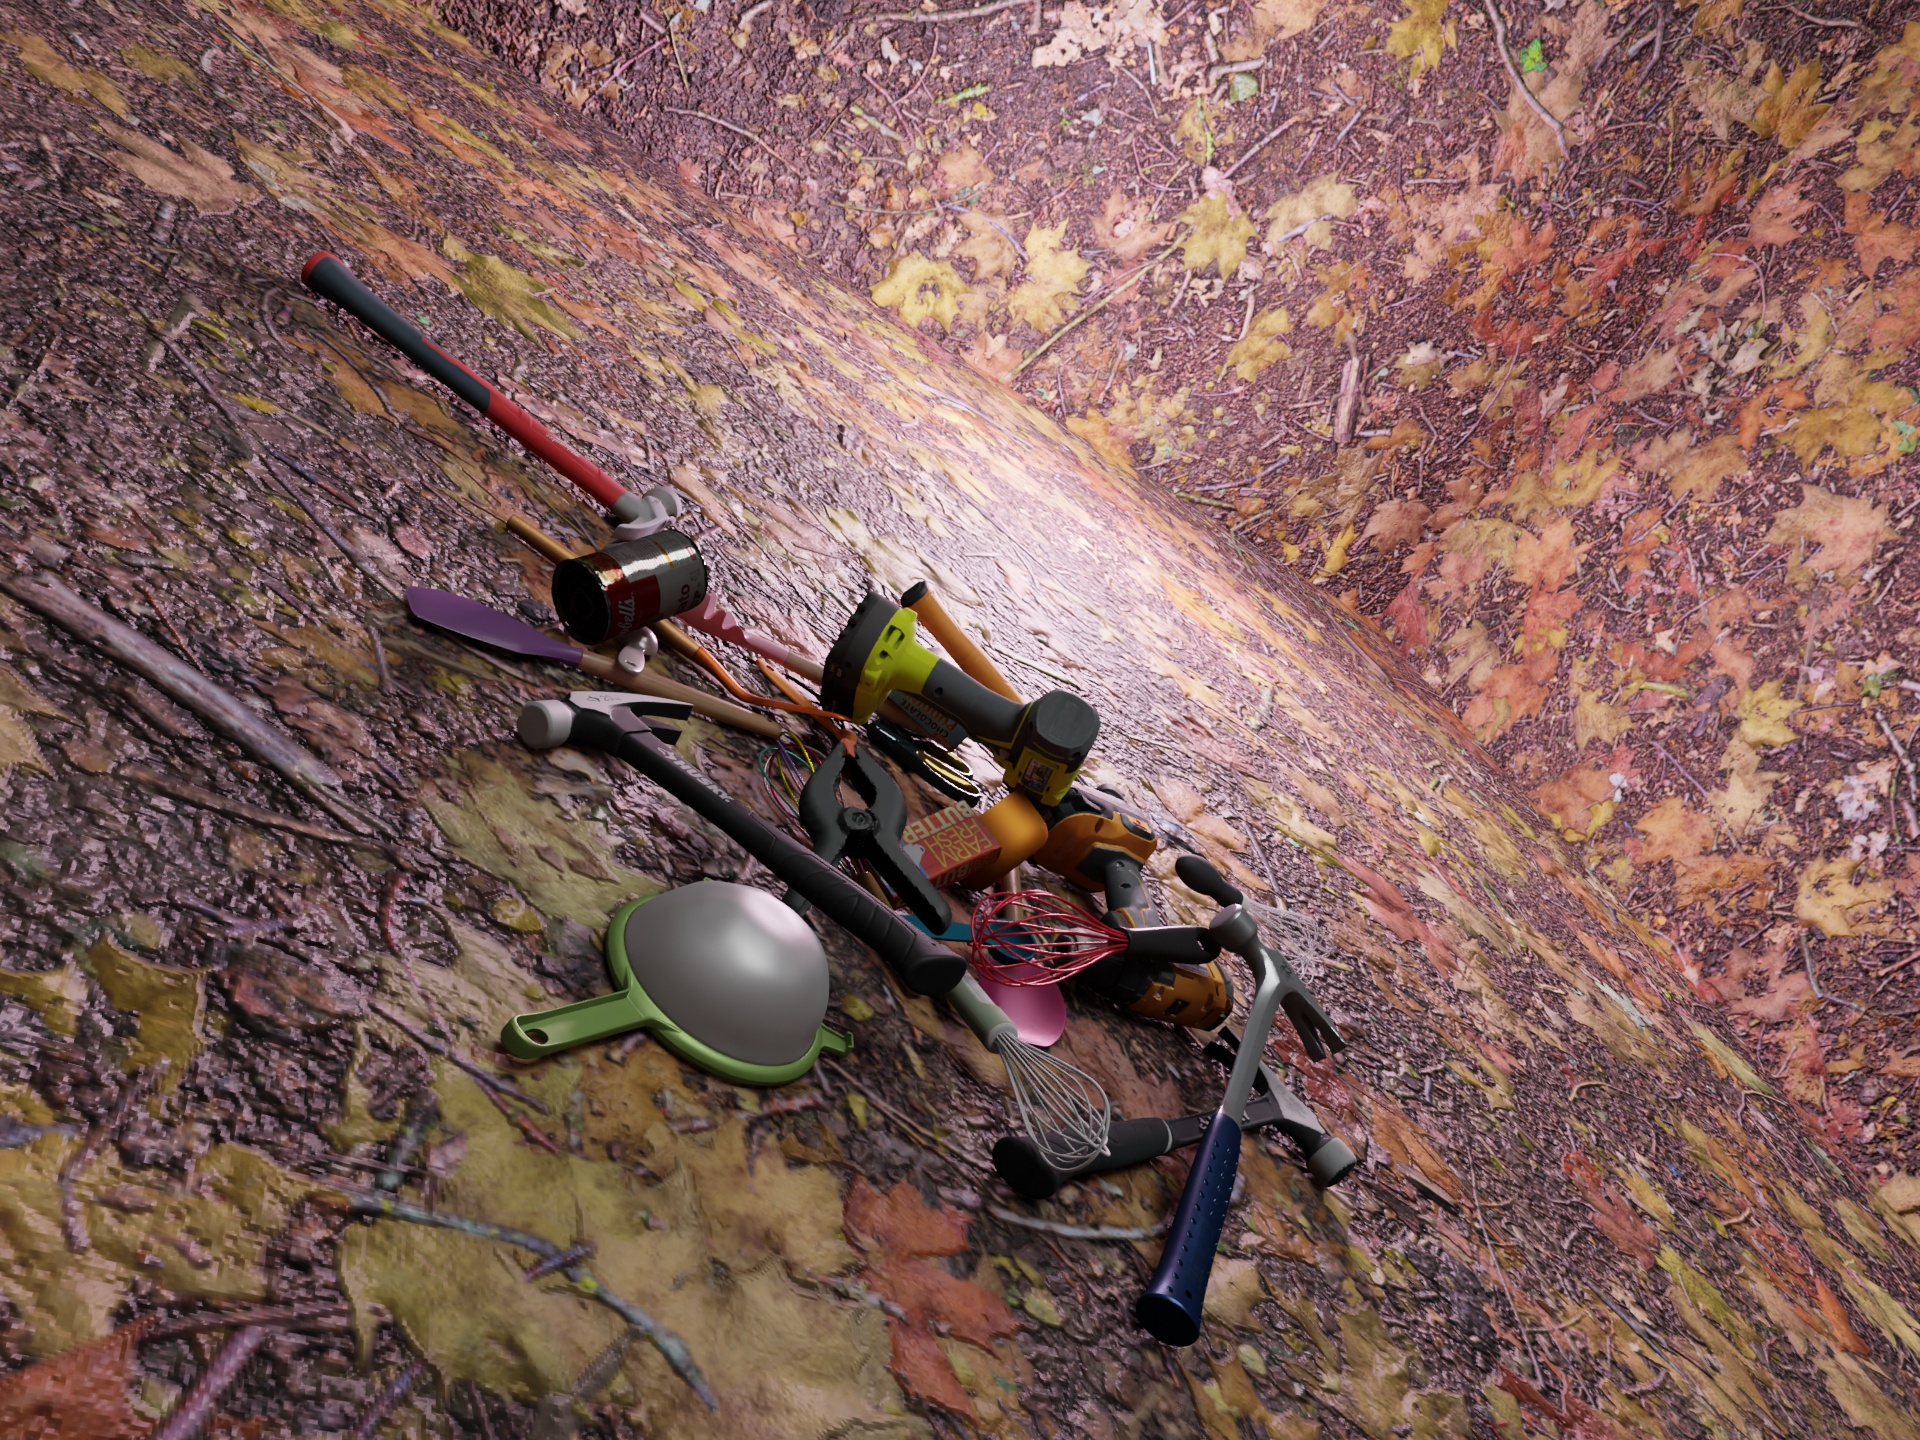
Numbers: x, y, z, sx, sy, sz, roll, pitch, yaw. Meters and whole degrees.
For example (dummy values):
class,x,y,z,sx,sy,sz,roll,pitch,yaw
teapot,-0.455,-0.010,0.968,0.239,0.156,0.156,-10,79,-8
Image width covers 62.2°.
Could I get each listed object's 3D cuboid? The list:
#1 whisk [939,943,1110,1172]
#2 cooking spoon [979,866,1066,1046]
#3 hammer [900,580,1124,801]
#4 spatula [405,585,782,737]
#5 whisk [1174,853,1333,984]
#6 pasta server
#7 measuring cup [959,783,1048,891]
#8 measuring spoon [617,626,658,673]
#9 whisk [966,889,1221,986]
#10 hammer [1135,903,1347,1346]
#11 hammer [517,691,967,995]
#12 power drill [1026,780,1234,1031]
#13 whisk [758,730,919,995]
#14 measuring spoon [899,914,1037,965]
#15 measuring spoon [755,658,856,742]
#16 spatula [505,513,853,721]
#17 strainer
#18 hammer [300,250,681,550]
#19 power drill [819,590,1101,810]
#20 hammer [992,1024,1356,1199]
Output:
class,x,y,z,sx,sy,sz,roll,pitch,yaw
whisk,0.031,0.215,1.057,0.057,0.059,0.247,31,6,-34
cooking spoon,0.043,0.165,1.281,0.068,0.017,0.319,17,23,-9
hammer,0.058,0.000,1.514,0.336,0.034,0.127,48,16,-22
spatula,-0.266,-0.040,1.196,0.315,0.018,0.060,22,21,-36
whisk,0.277,0.183,1.516,0.284,0.070,0.070,37,15,-45
pasta server,-0.128,-0.050,1.403,0.316,0.040,0.060,27,10,-24
measuring cup,0.032,0.103,1.336,0.052,0.095,0.173,53,2,7
measuring spoon,-0.248,-0.056,1.221,0.034,0.018,0.124,26,9,-13
whisk,0.109,0.169,1.209,0.295,0.073,0.073,10,34,-46
hammer,0.197,0.287,1.136,0.144,0.035,0.406,49,31,-6
hammer,-0.133,0.076,1.060,0.335,0.035,0.146,34,17,21
power drill,0.123,0.155,1.358,0.185,0.084,0.226,22,30,-37
whisk,-0.085,0.100,1.170,0.051,0.047,0.245,14,34,-51
measuring spoon,-0.004,0.165,1.190,0.128,0.021,0.042,11,36,-22
measuring spoon,-0.133,-0.018,1.384,0.117,0.011,0.021,41,20,8
spatula,-0.231,-0.077,1.303,0.322,0.041,0.081,36,-2,-3
strainer,-0.156,0.142,0.910,0.152,0.069,0.256,45,19,19
hammer,-0.430,-0.284,1.418,0.386,0.038,0.143,37,21,-3
power drill,-0.002,-0.004,1.336,0.223,0.080,0.171,28,-25,5
hammer,0.152,0.296,1.160,0.408,0.036,0.149,10,33,-53
